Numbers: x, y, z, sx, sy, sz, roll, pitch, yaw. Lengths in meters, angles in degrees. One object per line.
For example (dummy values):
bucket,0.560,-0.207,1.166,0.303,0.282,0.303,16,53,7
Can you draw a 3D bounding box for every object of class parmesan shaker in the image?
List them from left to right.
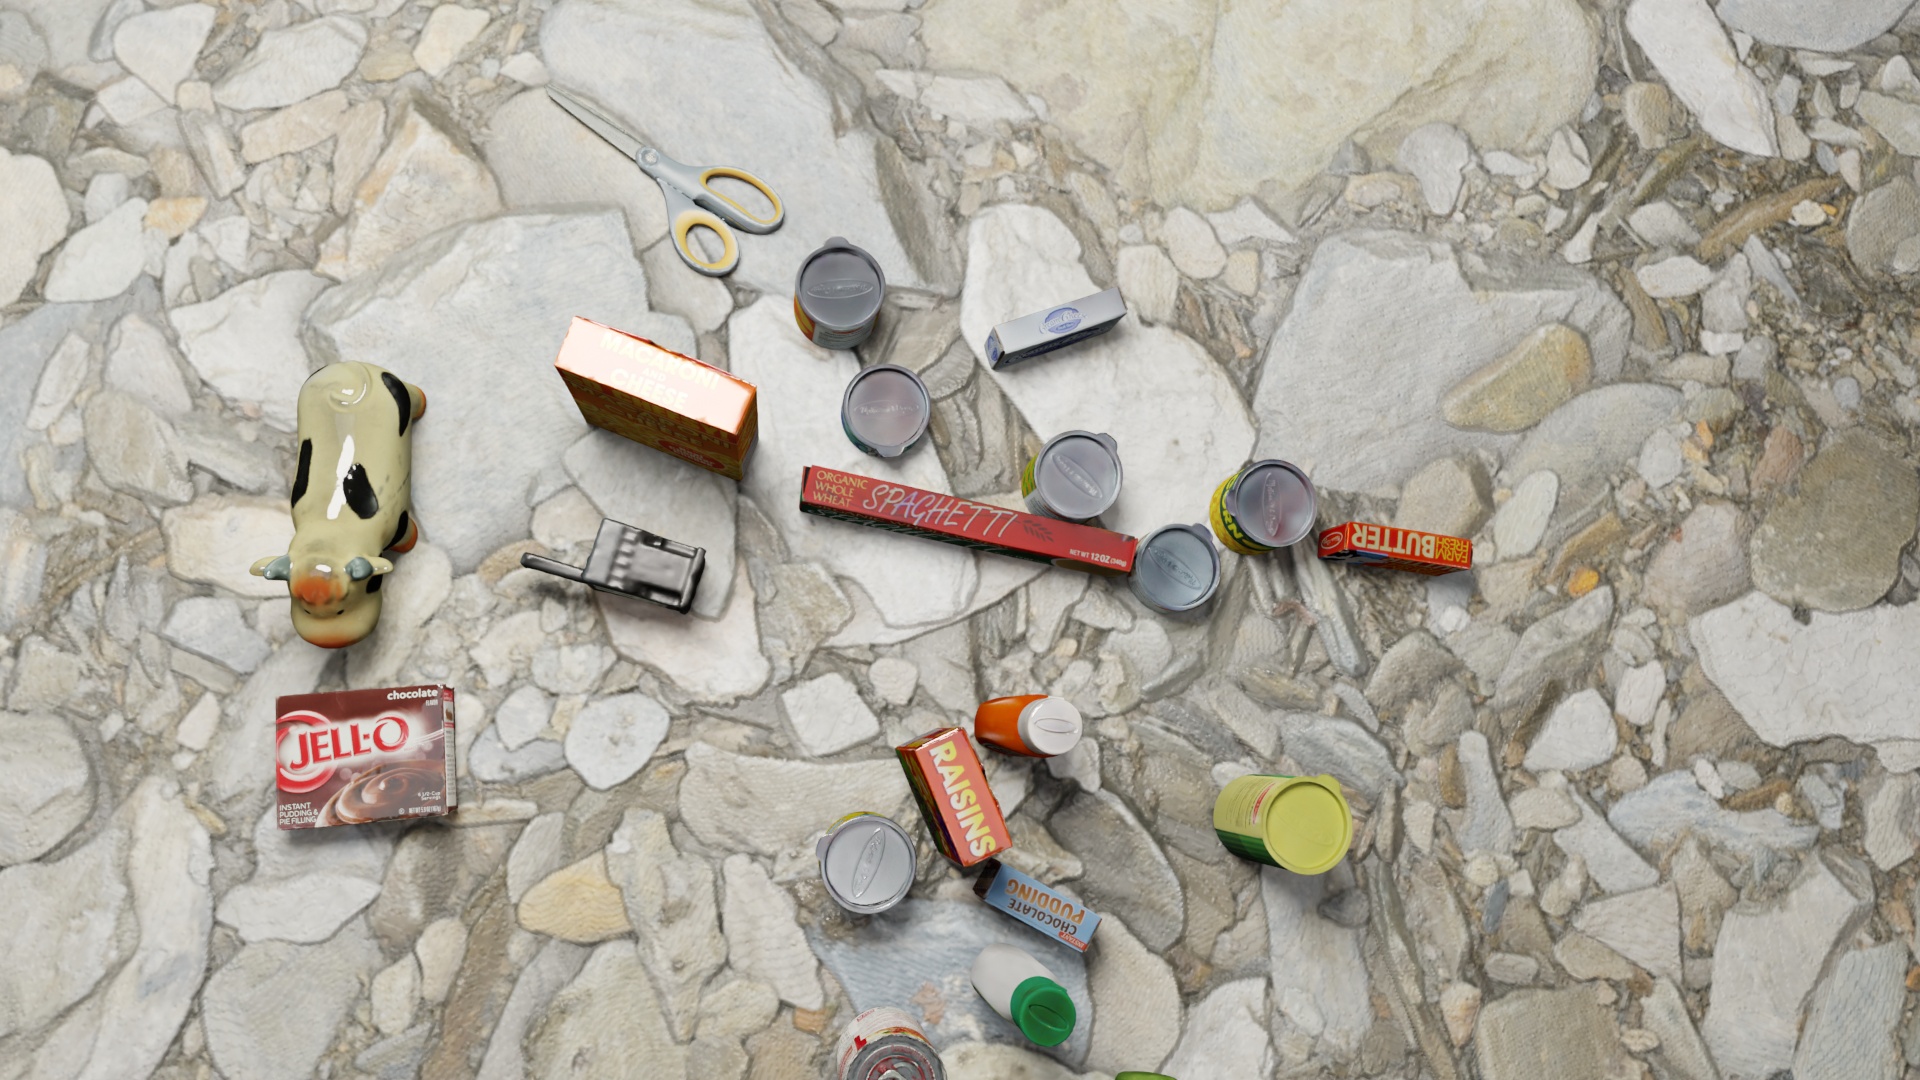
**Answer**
parmesan shaker,0.231,0.200,0.999,0.071,0.103,0.071,1,82,-8

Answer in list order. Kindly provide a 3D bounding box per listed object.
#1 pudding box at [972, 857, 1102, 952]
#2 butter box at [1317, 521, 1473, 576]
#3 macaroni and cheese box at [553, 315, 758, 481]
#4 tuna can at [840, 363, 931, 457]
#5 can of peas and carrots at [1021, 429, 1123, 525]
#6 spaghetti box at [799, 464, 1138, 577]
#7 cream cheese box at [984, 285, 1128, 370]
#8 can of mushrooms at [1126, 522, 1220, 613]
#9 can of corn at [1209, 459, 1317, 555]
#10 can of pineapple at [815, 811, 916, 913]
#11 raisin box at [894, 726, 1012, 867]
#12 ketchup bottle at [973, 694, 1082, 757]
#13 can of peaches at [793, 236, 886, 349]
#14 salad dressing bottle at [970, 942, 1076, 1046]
pudding box,0.054,0.260,0.991,0.084,0.049,0.030,29,79,-3
butter box,0.334,0.007,1.070,0.103,0.053,0.024,8,81,-7
macaroni and cheese box,-0.202,-0.094,0.949,0.124,0.166,0.040,21,80,-5
tuna can,-0.056,-0.094,1.038,0.071,0.032,0.071,1,81,-8
can of peas and carrots,0.084,-0.046,1.038,0.071,0.058,0.071,1,81,-8
spaghetti box,0.004,-0.013,1.026,0.250,0.050,0.029,12,80,-6
cream cheese box,0.071,-0.161,1.057,0.104,0.053,0.024,-20,85,-11
can of mushrooms,0.162,0.020,1.052,0.071,0.033,0.071,1,81,-8
can of corn,0.226,-0.024,1.056,0.071,0.058,0.071,1,81,-8
can of pineapple,-0.068,0.223,0.975,0.071,0.057,0.071,1,81,-8
raisin box,-0.006,0.175,0.958,0.040,0.123,0.086,-22,85,-11
ketchup bottle,0.050,0.128,0.960,0.065,0.148,0.043,8,81,-7
can of peaches,-0.091,-0.183,1.034,0.071,0.058,0.071,1,81,-8
salad dressing bottle,0.044,0.305,0.933,0.064,0.147,0.044,31,79,-3
